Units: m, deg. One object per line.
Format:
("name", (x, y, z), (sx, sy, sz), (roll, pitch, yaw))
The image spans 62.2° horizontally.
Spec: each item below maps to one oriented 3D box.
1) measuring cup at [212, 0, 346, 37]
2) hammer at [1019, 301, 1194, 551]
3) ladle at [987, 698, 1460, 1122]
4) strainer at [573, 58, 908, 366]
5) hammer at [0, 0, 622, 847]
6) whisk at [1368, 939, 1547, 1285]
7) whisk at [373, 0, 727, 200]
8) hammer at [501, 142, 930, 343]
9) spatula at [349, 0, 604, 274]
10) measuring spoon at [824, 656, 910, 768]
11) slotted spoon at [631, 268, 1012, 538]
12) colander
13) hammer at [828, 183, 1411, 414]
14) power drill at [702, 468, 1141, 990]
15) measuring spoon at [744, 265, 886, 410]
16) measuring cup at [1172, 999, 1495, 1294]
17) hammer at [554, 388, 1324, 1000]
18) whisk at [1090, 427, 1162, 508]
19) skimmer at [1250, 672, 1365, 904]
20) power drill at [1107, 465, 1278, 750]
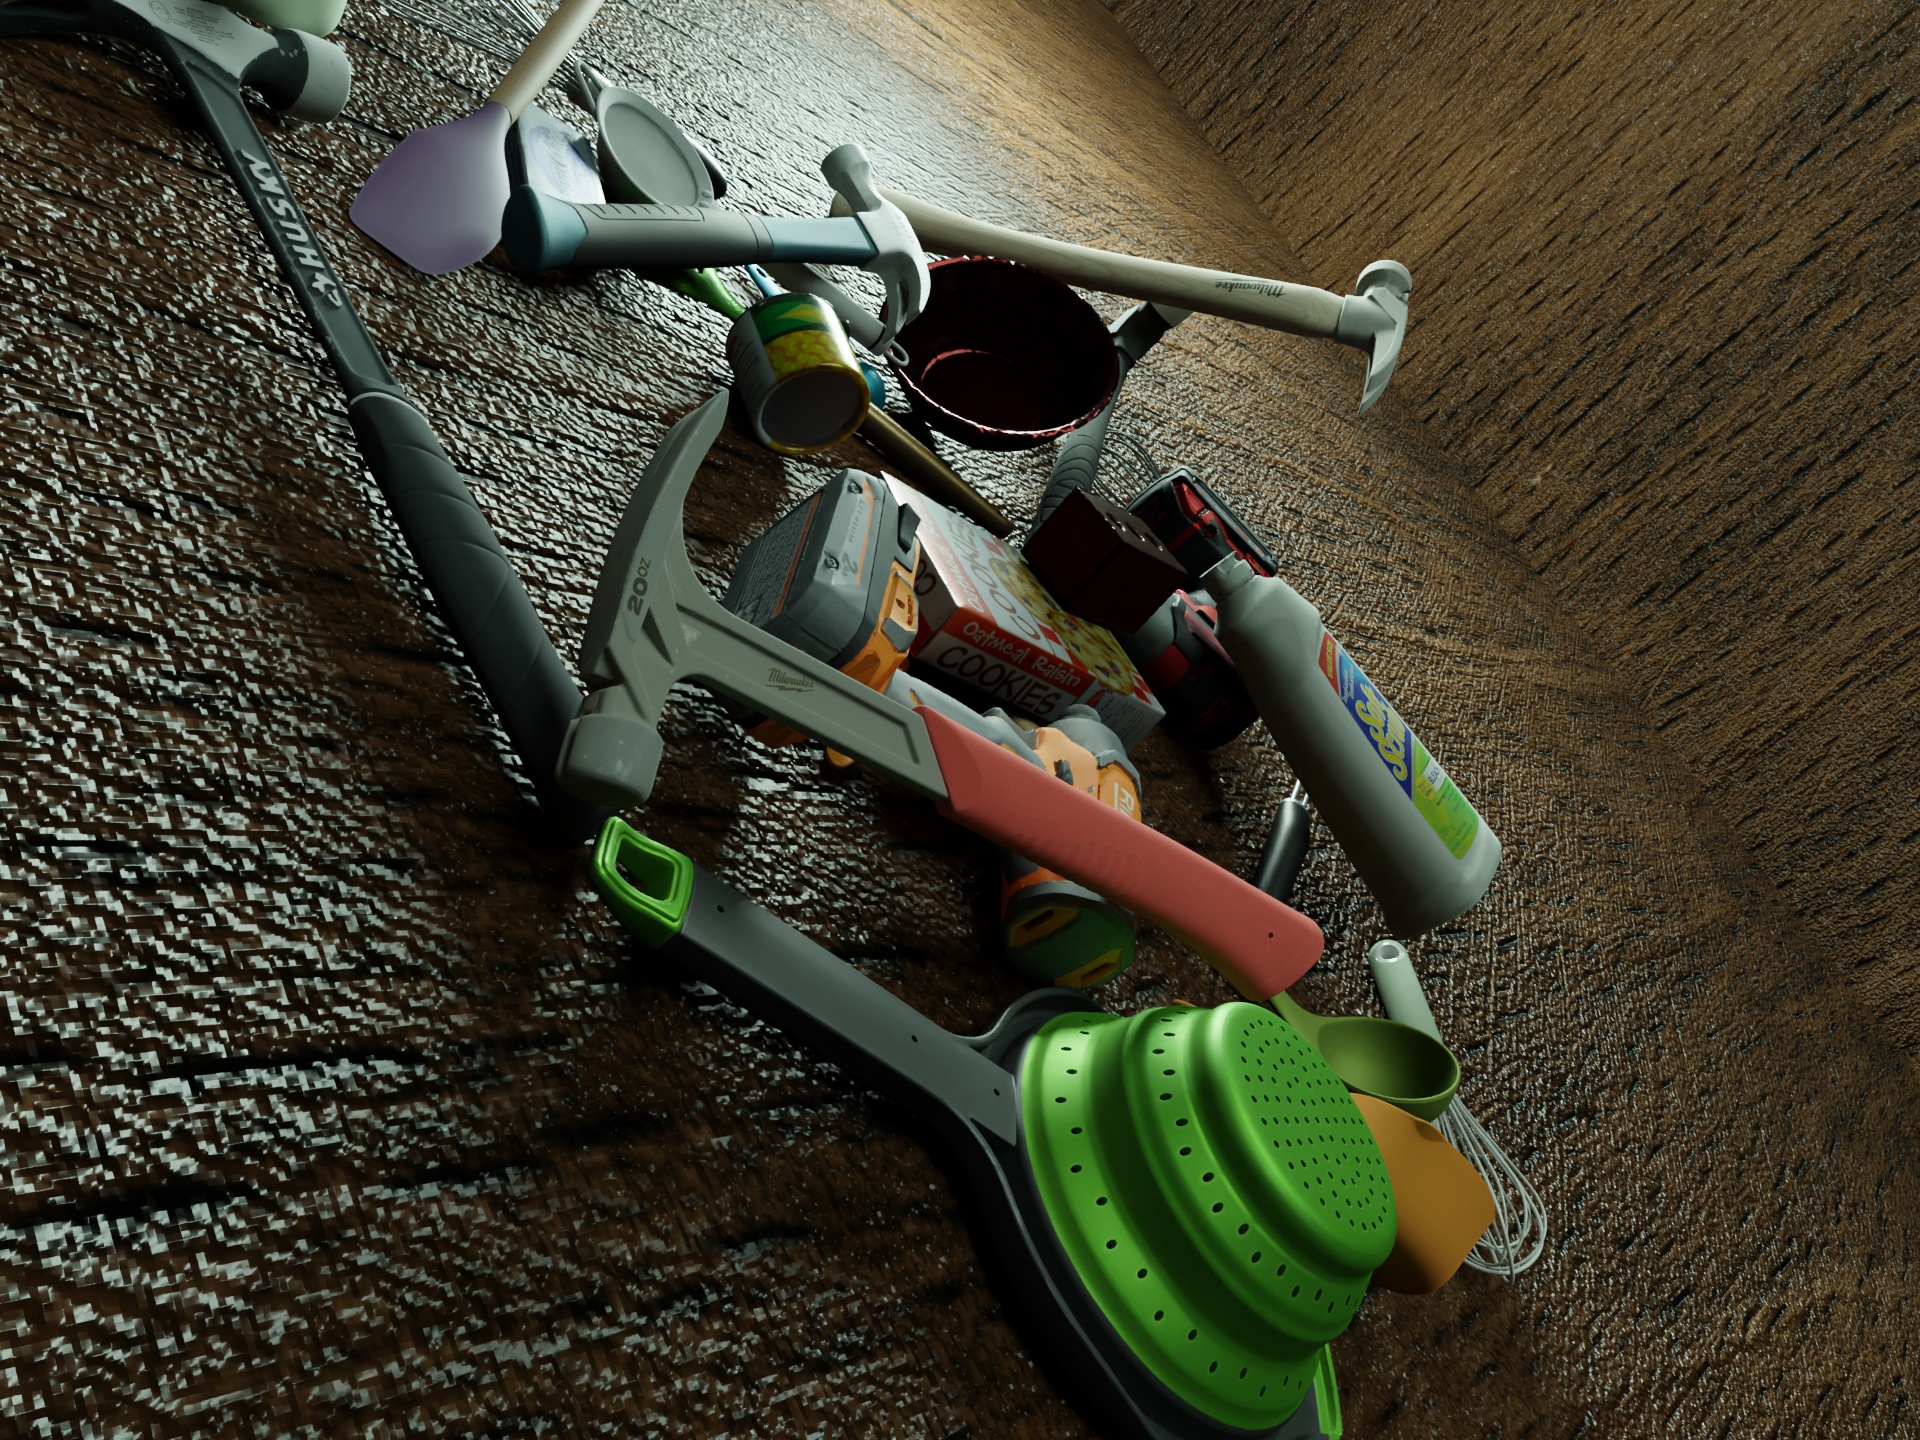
("measuring cup", (-0.301, -0.314, 0.675), (0.083, 0.038, 0.168), (16, 21, -26))
("hammer", (0.081, -0.187, 1.080), (0.035, 0.146, 0.335), (42, 36, -17))
("ladle", (0.137, 0.097, 0.844), (0.320, 0.062, 0.078), (46, 27, -2))
("strainer", (-0.130, -0.284, 0.936), (0.258, 0.050, 0.087), (33, 40, -28))
("hammer", (-0.226, -0.129, 0.598), (0.149, 0.036, 0.409), (-5, 59, -57))
("whisk", (0.278, 0.216, 0.922), (0.247, 0.058, 0.059), (-95, 171, -55))
("whisk", (-0.235, -0.377, 0.898), (0.284, 0.070, 0.070), (26, 34, -48))
("hammer", (-0.121, -0.264, 0.869), (0.331, 0.033, 0.128), (-25, 83, -56))
("spatula", (-0.224, -0.318, 0.809), (0.059, 0.018, 0.316), (34, 43, -23))
("measuring spoon", (-0.046, -0.007, 0.749), (0.021, 0.011, 0.117), (46, 29, -13))
("slotted spoon", (-0.081, -0.199, 0.931), (0.313, 0.031, 0.070), (35, 27, -30))
("colander", (0.045, 0.133, 0.590), (0.396, 0.094, 0.205), (38, 27, -25))
("hammer", (0.103, -0.308, 1.109), (0.410, 0.038, 0.146), (15, 48, 8))
("power drill", (-0.001, -0.002, 0.716), (0.226, 0.084, 0.164), (43, 31, -24))
("measuring spoon", (-0.088, -0.241, 0.979), (0.128, 0.021, 0.042), (51, 26, 0))
("measuring cup", (0.159, 0.197, 0.740), (0.174, 0.095, 0.052), (34, 63, 20))
("hammer", (0.019, 0.022, 0.623), (0.358, 0.037, 0.149), (28, 63, -32))
("whisk", (0.170, -0.133, 1.220), (0.238, 0.055, 0.055), (46, 26, -17))
("skimmer", (0.212, 0.043, 1.062), (0.127, 0.090, 0.363), (49, 36, -10))
("power drill", (0.147, -0.084, 1.082), (0.143, 0.078, 0.220), (43, 29, -11))
